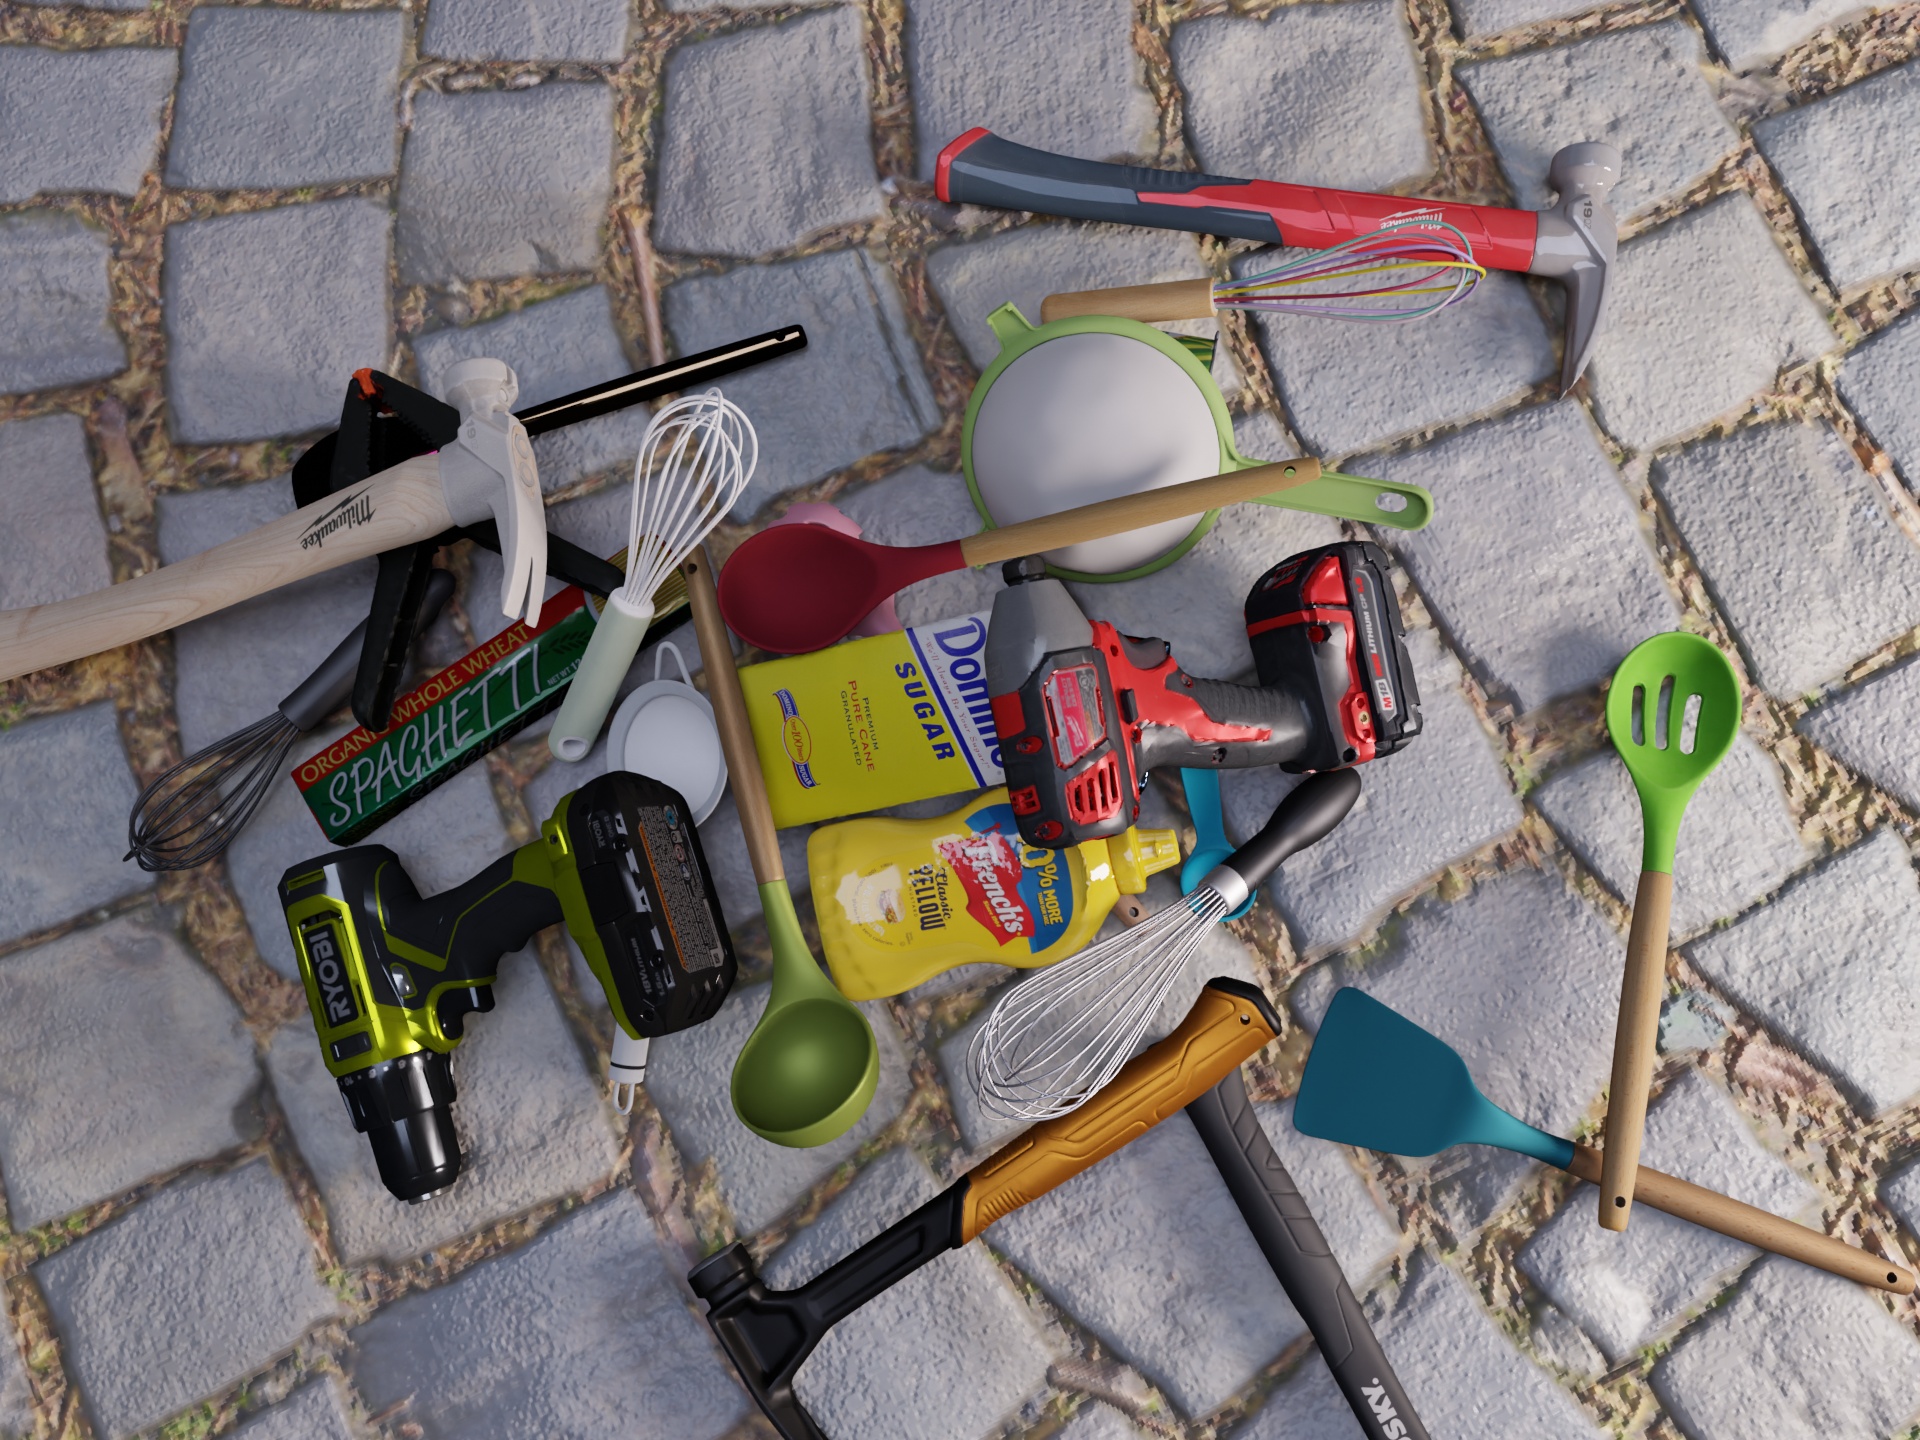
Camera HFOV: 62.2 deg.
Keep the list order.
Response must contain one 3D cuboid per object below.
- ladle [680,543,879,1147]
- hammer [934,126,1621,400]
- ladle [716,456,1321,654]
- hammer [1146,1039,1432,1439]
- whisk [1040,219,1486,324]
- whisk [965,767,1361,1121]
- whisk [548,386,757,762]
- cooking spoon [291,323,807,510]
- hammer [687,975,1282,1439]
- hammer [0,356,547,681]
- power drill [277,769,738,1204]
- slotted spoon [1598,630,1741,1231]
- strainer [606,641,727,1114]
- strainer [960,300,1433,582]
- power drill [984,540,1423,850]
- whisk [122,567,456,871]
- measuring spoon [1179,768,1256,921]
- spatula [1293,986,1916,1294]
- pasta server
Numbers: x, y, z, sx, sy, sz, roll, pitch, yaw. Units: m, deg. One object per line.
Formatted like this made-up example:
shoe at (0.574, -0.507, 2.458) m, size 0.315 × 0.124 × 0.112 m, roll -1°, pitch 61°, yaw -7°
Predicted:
ladle at (-0.108, 0.057, 0.816) m, size 0.078 × 0.062 × 0.320 m, roll -17°, pitch 79°, yaw 12°
hammer at (0.175, -0.278, 0.914) m, size 0.386 × 0.038 × 0.143 m, roll 8°, pitch 83°, yaw 5°
ladle at (0.026, -0.093, 0.816) m, size 0.315 × 0.031 × 0.069 m, roll -12°, pitch 90°, yaw 12°
hammer at (0.188, 0.313, 0.816) m, size 0.146 × 0.035 × 0.335 m, roll -28°, pitch 80°, yaw -2°
whisk at (0.161, -0.238, 0.878) m, size 0.245 × 0.047 × 0.051 m, roll 0°, pitch 118°, yaw 21°
whisk at (0.112, 0.107, 0.813) m, size 0.284 × 0.070 × 0.070 m, roll -36°, pitch 79°, yaw -25°
whisk at (-0.171, -0.069, 0.840) m, size 0.057 × 0.246 × 0.059 m, roll 14°, pitch 36°, yaw -26°
cooking spoon at (-0.243, -0.179, 0.936) m, size 0.319 × 0.017 × 0.069 m, roll -17°, pitch 80°, yaw 2°
hammer at (0.025, 0.246, 0.819) m, size 0.337 × 0.034 × 0.127 m, roll -36°, pitch 79°, yaw 5°
hammer at (-0.418, -0.068, 0.879) m, size 0.410 × 0.038 × 0.146 m, roll -17°, pitch 75°, yaw 13°
power drill at (-0.240, 0.138, 0.836) m, size 0.228 × 0.080 × 0.190 m, roll -21°, pitch 83°, yaw 16°
slotted spoon at (0.357, 0.105, 0.828) m, size 0.070 × 0.031 × 0.314 m, roll 12°, pitch 76°, yaw 6°
strainer at (-0.167, 0.087, 0.876) m, size 0.087 × 0.050 × 0.258 m, roll 7°, pitch 87°, yaw 30°
strainer at (0.120, -0.124, 0.837) m, size 0.256 × 0.069 × 0.151 m, roll 11°, pitch 118°, yaw 9°
power drill at (0.116, -0.024, 0.807) m, size 0.219 × 0.078 × 0.143 m, roll -12°, pitch 88°, yaw -23°
whisk at (-0.379, -0.002, 0.903) m, size 0.055 × 0.055 × 0.239 m, roll 44°, pitch 82°, yaw 9°
measuring spoon at (0.132, 0.050, 0.876) m, size 0.042 × 0.021 × 0.129 m, roll -4°, pitch 71°, yaw -9°
spatula at (0.336, 0.232, 0.827) m, size 0.317 × 0.044 × 0.082 m, roll 21°, pitch 82°, yaw 2°
pasta server at (-0.001, -0.003, 0.888) m, size 0.060 × 0.040 × 0.316 m, roll -41°, pitch 84°, yaw -3°
